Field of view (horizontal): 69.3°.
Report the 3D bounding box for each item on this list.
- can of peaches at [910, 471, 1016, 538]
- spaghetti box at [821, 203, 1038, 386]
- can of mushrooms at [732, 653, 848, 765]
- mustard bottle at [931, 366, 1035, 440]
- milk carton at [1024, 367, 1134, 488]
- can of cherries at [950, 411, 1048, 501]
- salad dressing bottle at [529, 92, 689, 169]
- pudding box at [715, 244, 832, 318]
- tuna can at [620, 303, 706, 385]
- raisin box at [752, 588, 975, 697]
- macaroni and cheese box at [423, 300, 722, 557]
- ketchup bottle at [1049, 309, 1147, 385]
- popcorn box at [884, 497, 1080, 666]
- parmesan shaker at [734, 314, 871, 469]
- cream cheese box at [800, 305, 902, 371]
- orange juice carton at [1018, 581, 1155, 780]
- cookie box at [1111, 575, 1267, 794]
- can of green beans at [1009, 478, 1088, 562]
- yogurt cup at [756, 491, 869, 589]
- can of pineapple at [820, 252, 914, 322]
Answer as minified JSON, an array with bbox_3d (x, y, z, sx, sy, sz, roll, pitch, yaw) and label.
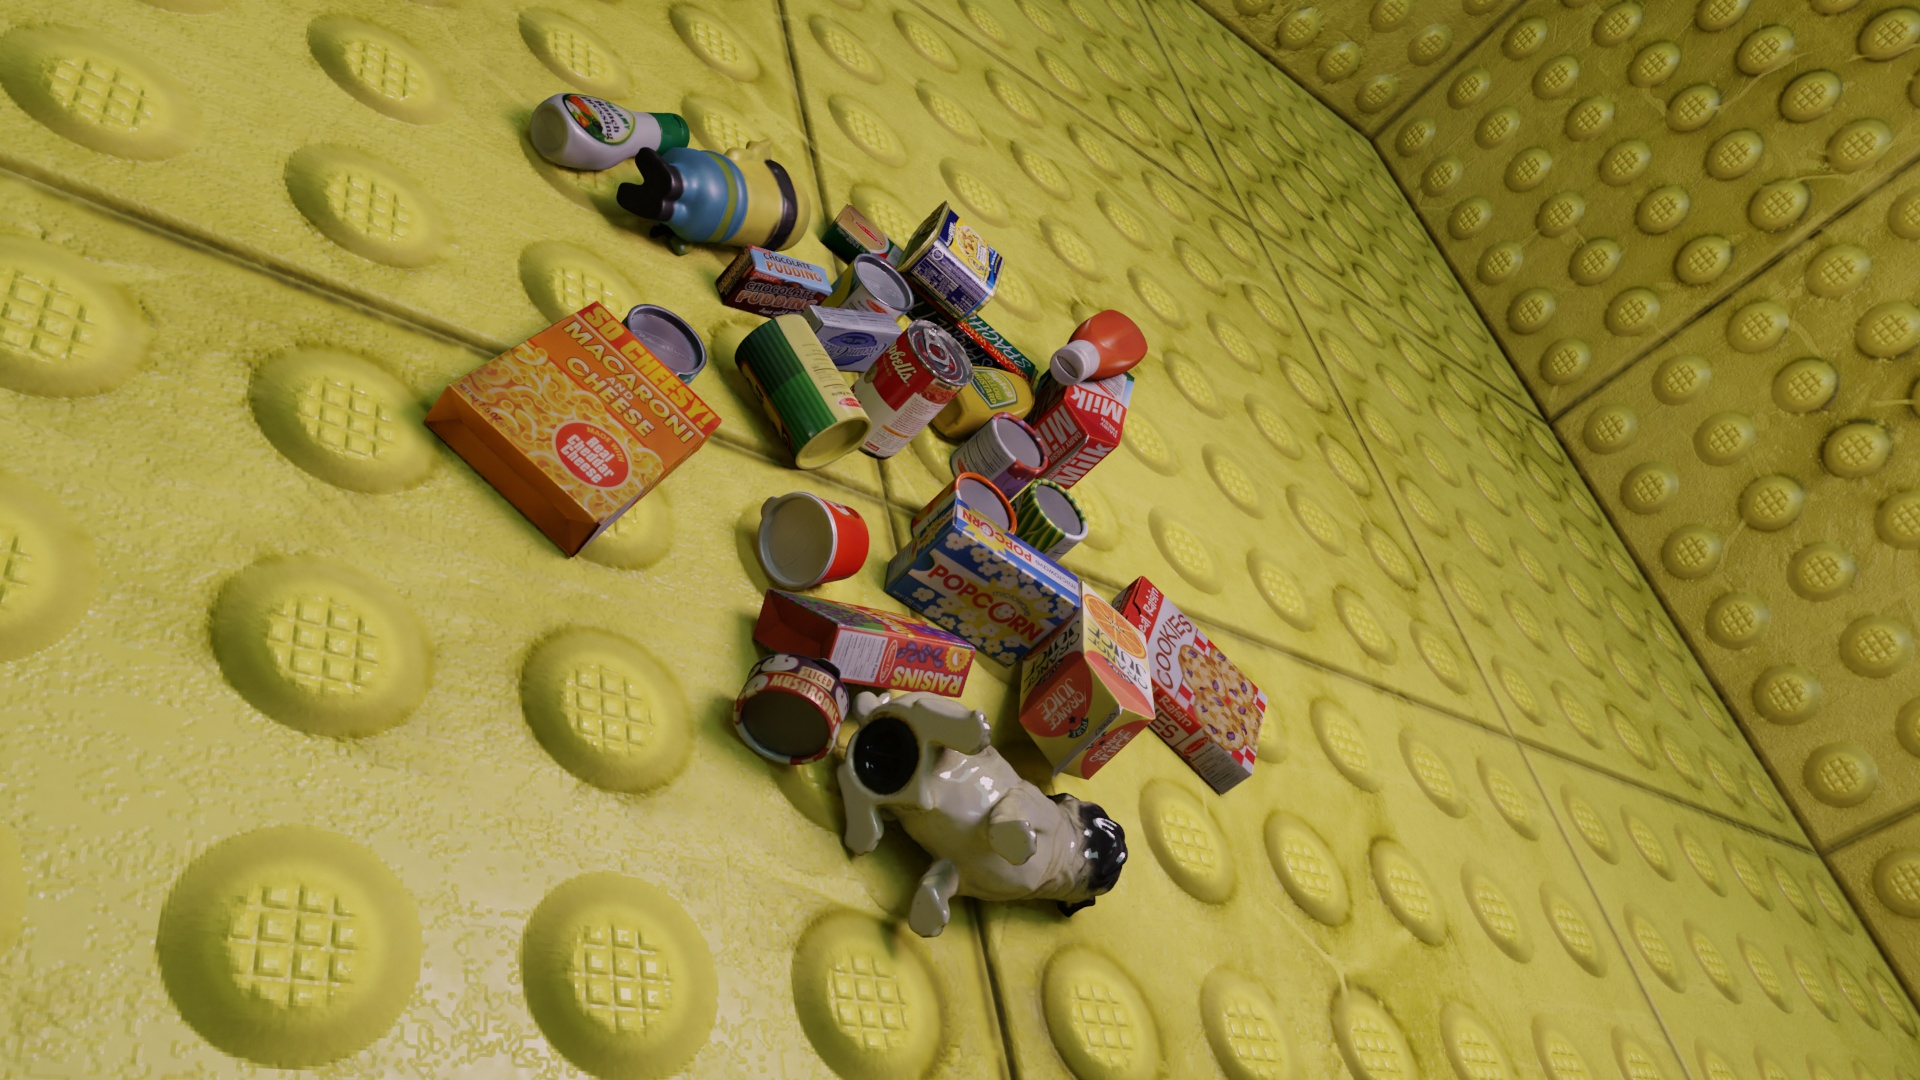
[{"bbox_3d":[0.004,-0.014,1.126,0.071,0.058,0.071,31,36,-25],"label":"can of peaches"},{"bbox_3d":[-0.027,-0.228,1.350,0.250,0.028,0.050,39,32,-14],"label":"spaghetti box"},{"bbox_3d":[-0.103,0.103,0.855,0.071,0.070,0.034,40,34,-14],"label":"can of mushrooms"},{"bbox_3d":[0.028,-0.131,1.292,0.161,0.048,0.065,-16,69,-56],"label":"mustard bottle"},{"bbox_3d":[0.112,-0.119,1.360,0.073,0.072,0.191,40,32,-12],"label":"milk carton"},{"bbox_3d":[0.036,-0.071,1.227,0.071,0.058,0.072,31,36,-25],"label":"can of cherries"},{"bbox_3d":[-0.284,-0.335,1.142,0.064,0.043,0.148,54,32,7],"label":"salad dressing bottle"},{"bbox_3d":[-0.155,-0.213,1.159,0.084,0.049,0.030,9,50,-46],"label":"pudding box"},{"bbox_3d":[-0.221,-0.135,1.009,0.071,0.032,0.071,31,35,-25],"label":"tuna can"},{"bbox_3d":[-0.063,0.069,0.931,0.123,0.040,0.086,14,4,-42],"label":"raisin box"},{"bbox_3d":[-0.247,-0.078,0.909,0.123,0.040,0.167,44,32,-6],"label":"macaroni and cheese box"},{"bbox_3d":[0.131,-0.183,1.341,0.065,0.043,0.149,48,32,5],"label":"ketchup bottle"},{"bbox_3d":[0.018,0.034,1.064,0.126,0.085,0.038,33,33,-22],"label":"popcorn box"},{"bbox_3d":[-0.122,-0.115,1.078,0.071,0.071,0.103,-9,62,-54],"label":"parmesan shaker"},{"bbox_3d":[-0.101,-0.170,1.173,0.104,0.053,0.024,-5,57,-53],"label":"cream cheese box"},{"bbox_3d":[0.094,0.110,1.044,0.073,0.071,0.193,41,17,-10],"label":"orange juice carton"},{"bbox_3d":[0.194,0.124,1.222,0.167,0.040,0.123,44,32,-6],"label":"cookie box"},{"bbox_3d":[0.067,-0.011,1.199,0.071,0.057,0.071,31,35,-25],"label":"can of green beans"},{"bbox_3d":[-0.101,0.001,0.979,0.054,0.072,0.072,4,51,-59],"label":"yogurt cup"},{"bbox_3d":[-0.084,-0.212,1.236,0.071,0.057,0.071,32,35,-25],"label":"can of pineapple"}]
